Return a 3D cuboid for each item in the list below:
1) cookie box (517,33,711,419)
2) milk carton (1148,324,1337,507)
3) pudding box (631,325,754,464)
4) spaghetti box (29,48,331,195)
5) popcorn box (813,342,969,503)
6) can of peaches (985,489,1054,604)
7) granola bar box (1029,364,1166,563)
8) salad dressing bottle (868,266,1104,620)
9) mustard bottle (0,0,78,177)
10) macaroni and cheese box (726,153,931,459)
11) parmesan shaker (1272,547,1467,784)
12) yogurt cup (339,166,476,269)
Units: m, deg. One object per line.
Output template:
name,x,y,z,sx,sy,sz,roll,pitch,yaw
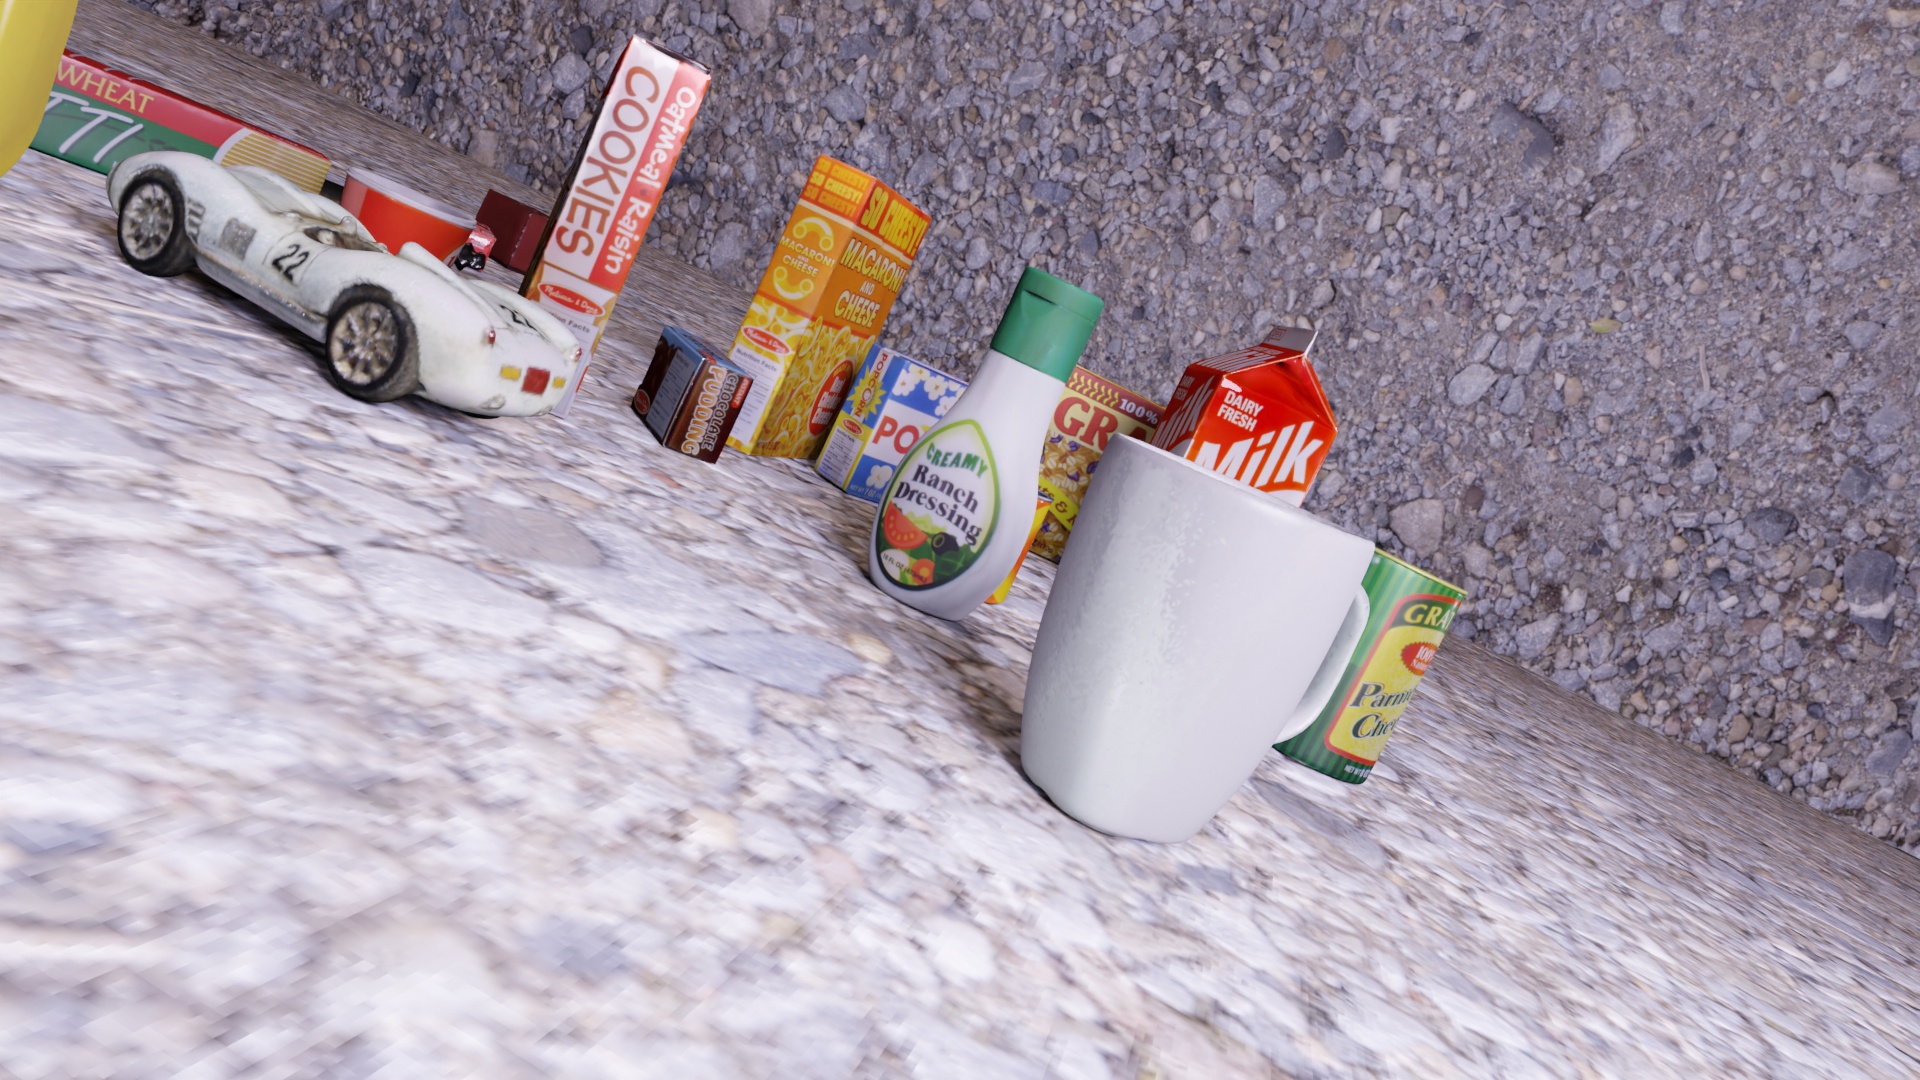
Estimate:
cookie box,-0.172,-0.150,0.658,0.040,0.167,0.123,23,8,-21
milk carton,0.141,-0.031,0.764,0.073,0.190,0.072,24,7,-11
pudding box,-0.138,-0.076,0.706,0.030,0.049,0.084,21,9,-30
spaghetti box,-0.437,-0.212,0.670,0.250,0.050,0.029,17,11,-48
popcorn box,-0.017,-0.058,0.841,0.127,0.085,0.038,18,10,-45
can of peaches,0.002,-0.008,0.670,0.071,0.058,0.071,25,7,-3
granola bar box,0.117,-0.029,0.927,0.165,0.124,0.039,25,7,-7
salad dressing bottle,0.012,-0.041,0.582,0.064,0.147,0.044,29,8,27
mustard bottle,-0.359,-0.213,0.508,0.065,0.160,0.049,25,7,-1
macaroni and cheese box,-0.083,-0.131,0.814,0.040,0.166,0.124,27,7,11
parmesan shaker,0.186,0.055,0.657,0.071,0.103,0.071,25,7,-3
yogurt cup,-0.299,-0.159,0.735,0.072,0.054,0.072,25,7,-3
